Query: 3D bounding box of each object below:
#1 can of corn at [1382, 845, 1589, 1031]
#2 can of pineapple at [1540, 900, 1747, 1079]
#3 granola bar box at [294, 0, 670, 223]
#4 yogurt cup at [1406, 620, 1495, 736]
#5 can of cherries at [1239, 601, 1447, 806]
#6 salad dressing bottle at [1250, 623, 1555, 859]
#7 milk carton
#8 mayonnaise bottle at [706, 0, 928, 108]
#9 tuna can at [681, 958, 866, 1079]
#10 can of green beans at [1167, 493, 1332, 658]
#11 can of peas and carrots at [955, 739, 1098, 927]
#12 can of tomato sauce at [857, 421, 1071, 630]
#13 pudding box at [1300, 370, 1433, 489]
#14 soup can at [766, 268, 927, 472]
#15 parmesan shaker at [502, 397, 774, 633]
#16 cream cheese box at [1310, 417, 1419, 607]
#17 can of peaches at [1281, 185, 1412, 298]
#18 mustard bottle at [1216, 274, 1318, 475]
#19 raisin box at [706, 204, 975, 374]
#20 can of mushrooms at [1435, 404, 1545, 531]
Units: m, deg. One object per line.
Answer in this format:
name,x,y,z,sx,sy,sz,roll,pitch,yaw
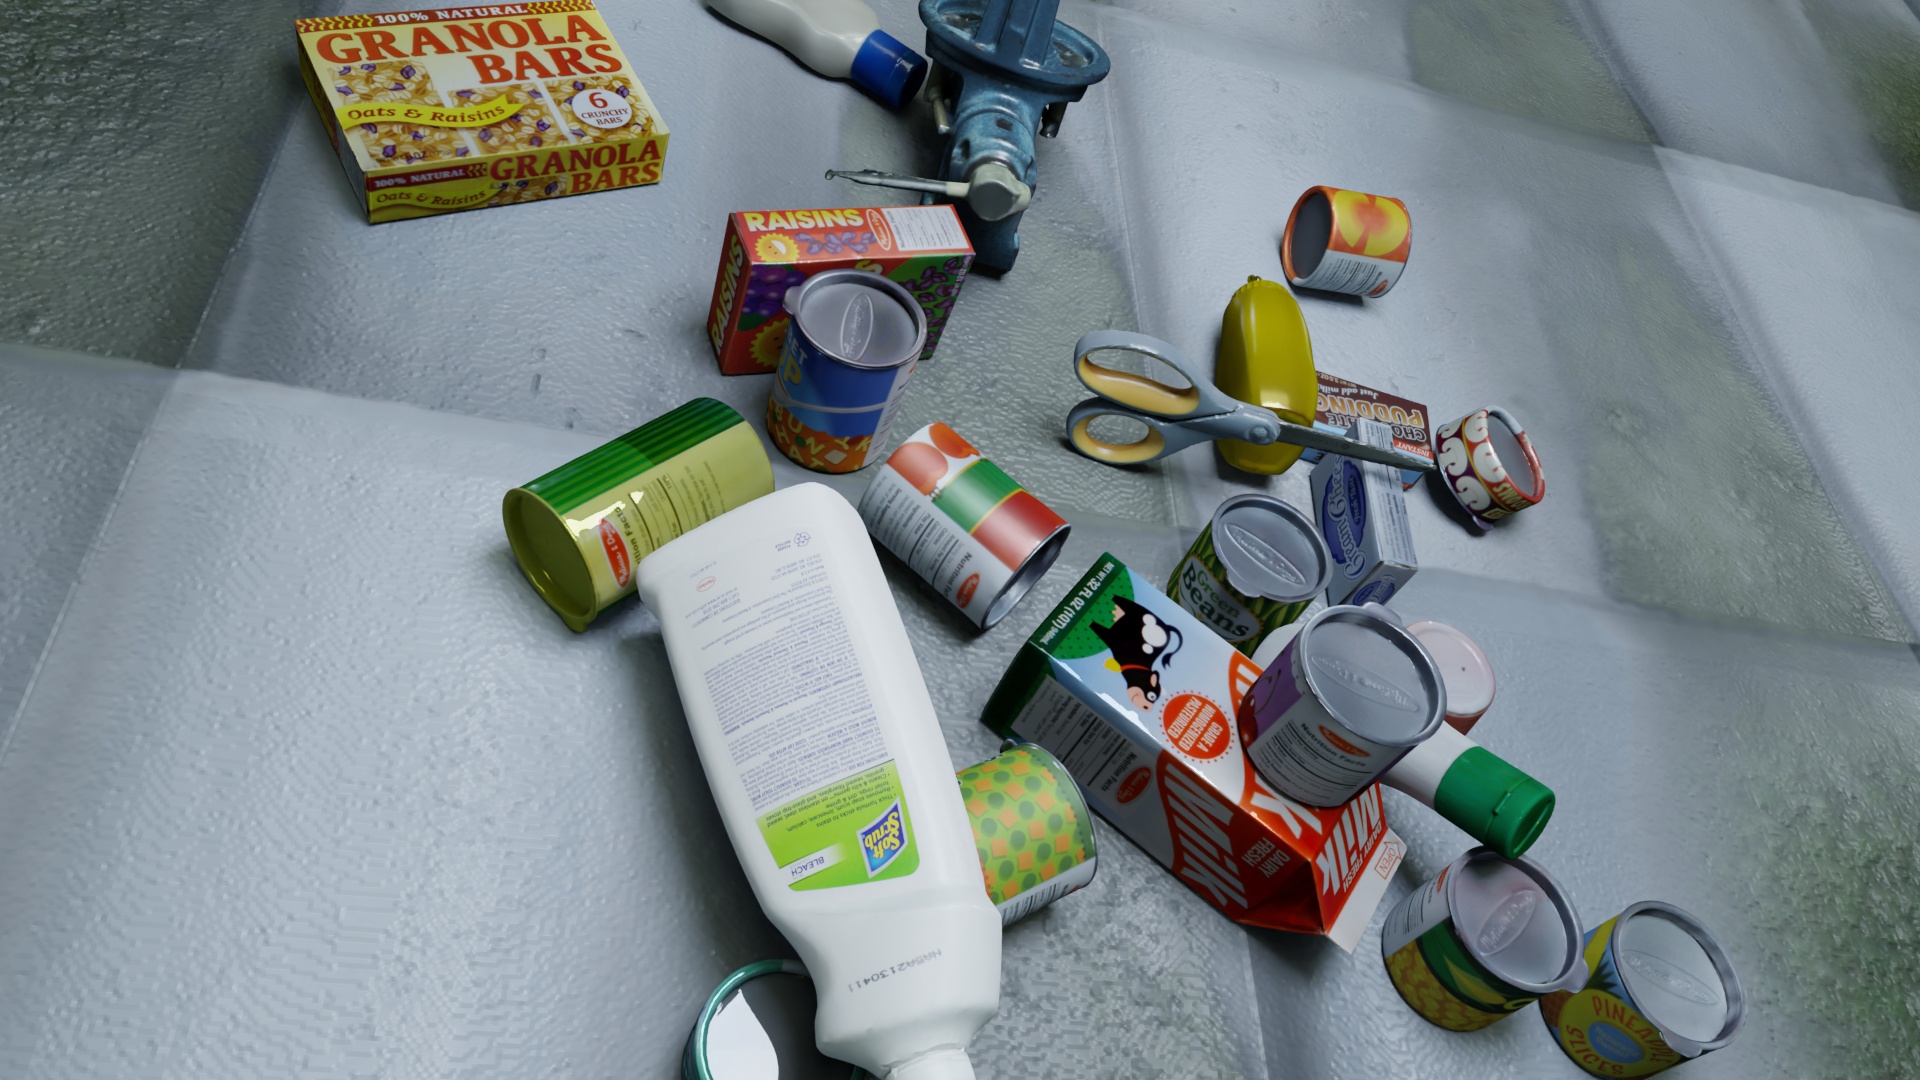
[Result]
can of corn,0.235,0.181,0.623,0.071,0.058,0.071,10,52,-13
can of pineapple,0.307,0.207,0.630,0.071,0.057,0.071,10,52,-13
granola bar box,-0.264,-0.242,0.772,0.166,0.038,0.124,-17,63,-30
yogurt cup,0.232,0.077,0.703,0.072,0.053,0.073,10,53,-13
can of cherries,0.160,0.069,0.585,0.071,0.058,0.072,10,51,-13
salad dressing bottle,0.202,0.092,0.648,0.148,0.044,0.064,36,88,42
milk carton,0.112,0.101,0.629,0.191,0.073,0.073,38,51,10
mayonnaise bottle,-0.091,-0.336,0.906,0.148,0.041,0.065,35,52,6
tuna can,-0.071,0.194,0.517,0.071,0.032,0.071,10,51,-13
can of green beans,0.147,0.019,0.713,0.071,0.057,0.071,10,52,-13
can of peas and carrots,0.014,0.123,0.580,0.059,0.070,0.071,-18,63,-30
can of tomato sauce,0.002,-0.008,0.676,0.083,0.070,0.071,40,51,12
pudding box,0.236,-0.066,0.828,0.084,0.030,0.050,16,52,-8
soup can,-0.062,-0.085,0.698,0.071,0.083,0.072,10,52,-13
parmesan shaker,-0.143,-0.013,0.629,0.071,0.071,0.103,44,52,15
cream cheese box,0.221,-0.012,0.767,0.024,0.053,0.104,13,51,-13
can of peaches,0.251,-0.197,0.909,0.058,0.071,0.071,5,53,-16
mustard bottle,0.180,-0.111,0.821,0.049,0.065,0.161,14,47,-5
raisin box,-0.065,-0.133,0.732,0.124,0.085,0.040,-9,60,-26
can of mushrooms,0.315,-0.044,0.823,0.071,0.033,0.071,25,51,-35
